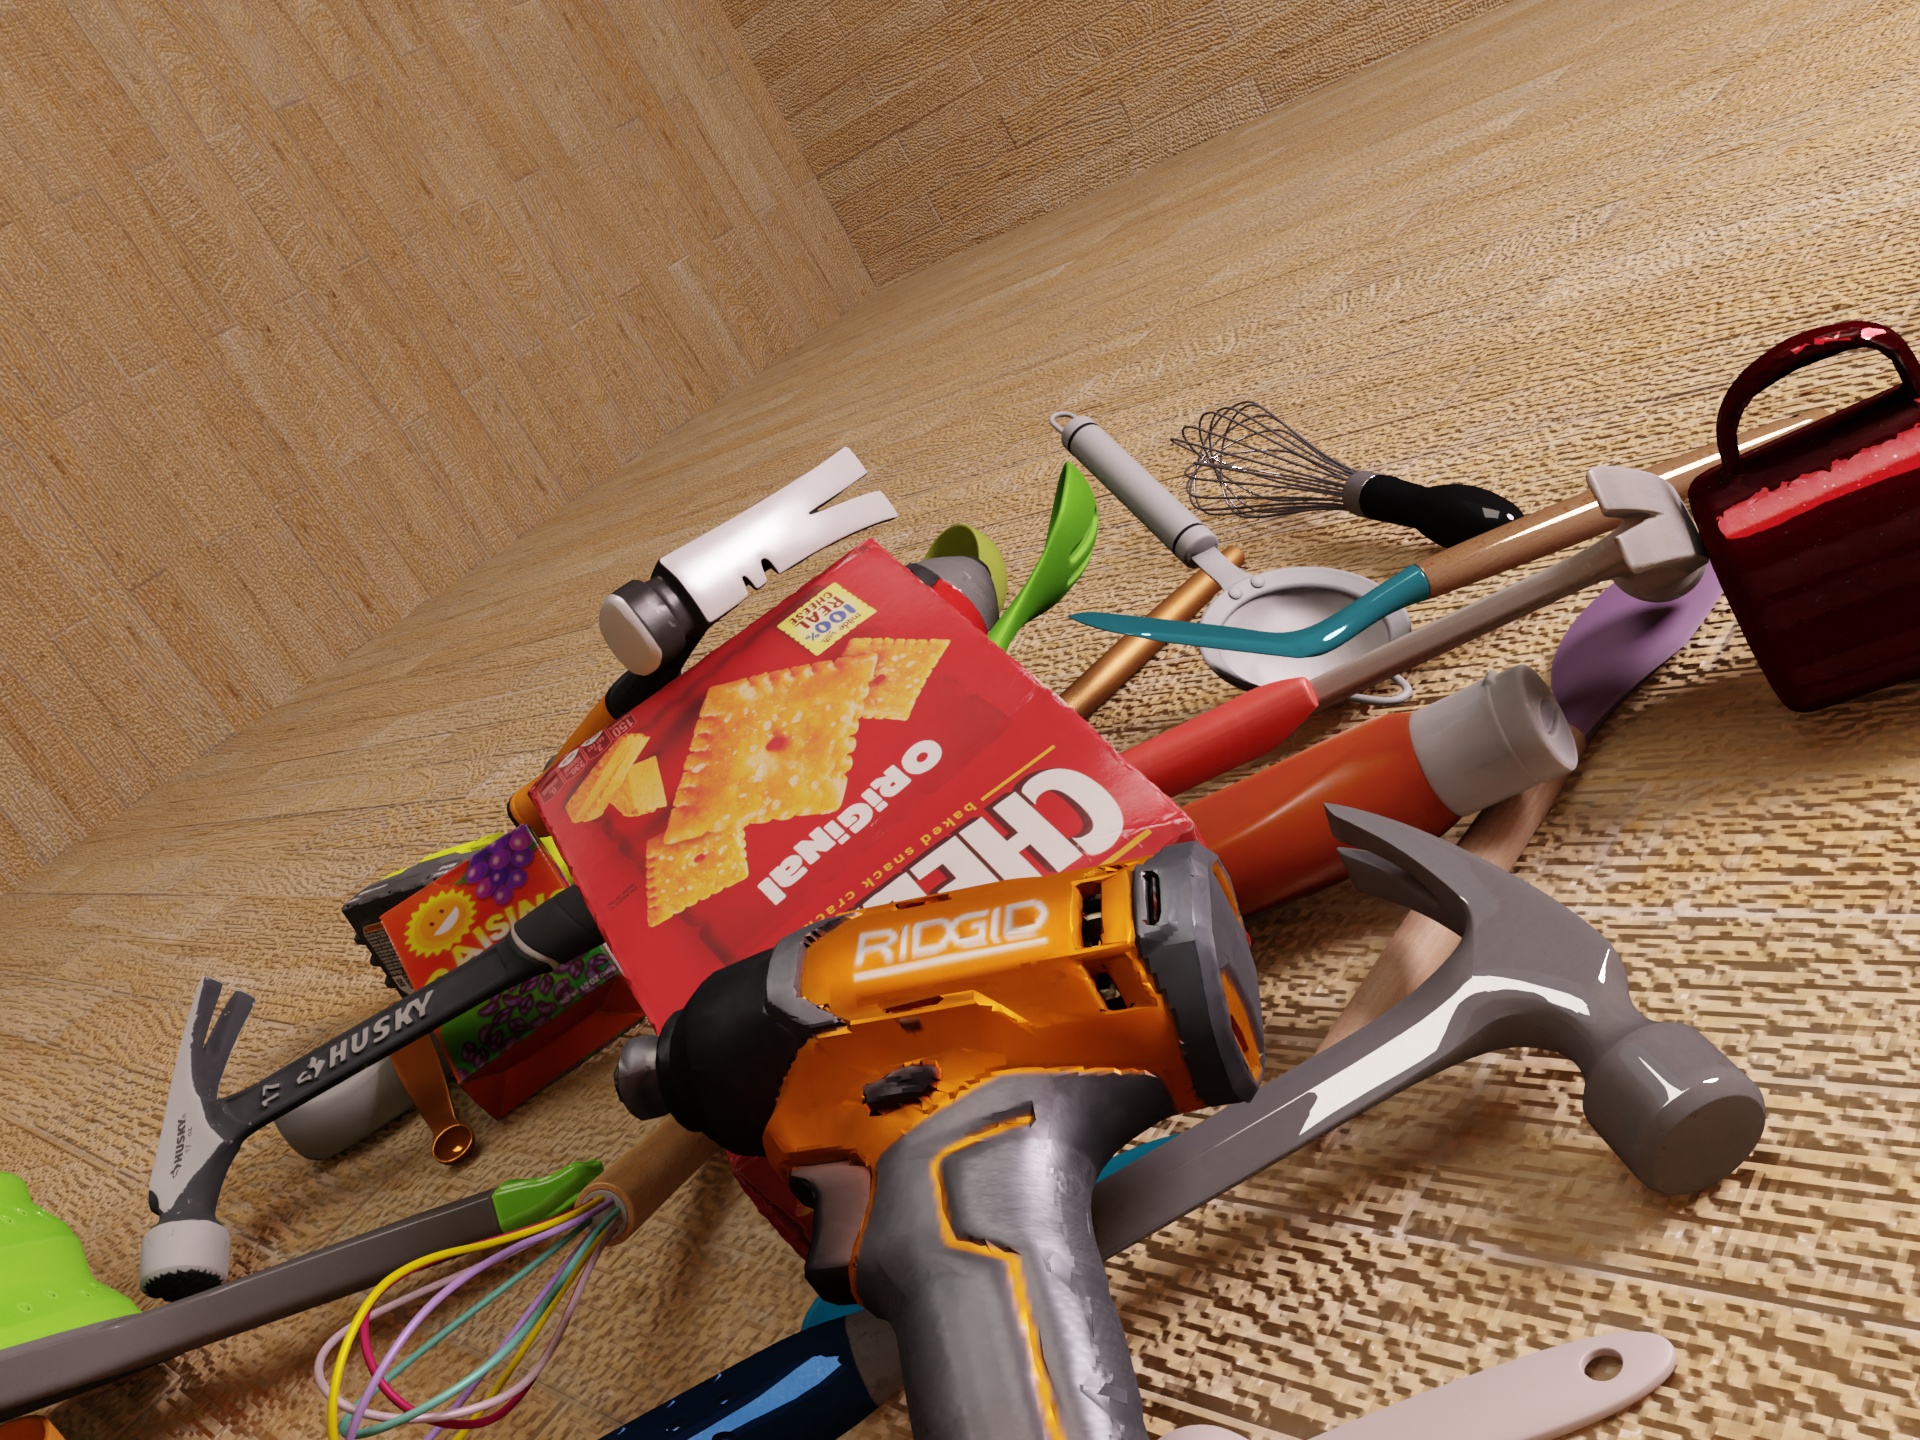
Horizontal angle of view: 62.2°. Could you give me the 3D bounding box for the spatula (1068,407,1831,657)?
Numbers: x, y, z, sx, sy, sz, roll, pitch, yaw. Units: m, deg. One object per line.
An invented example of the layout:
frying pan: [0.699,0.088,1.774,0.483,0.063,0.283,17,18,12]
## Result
spatula: [0.201,-0.073,0.622,0.317,0.044,0.082,-21,11,-7]

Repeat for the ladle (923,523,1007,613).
ladle: [-0.087,-0.003,0.921,0.320,0.062,0.078,-43,20,-24]

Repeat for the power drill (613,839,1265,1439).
power drill: [-0.015,0.133,0.332,0.164,0.084,0.227,-13,42,17]

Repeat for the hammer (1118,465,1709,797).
hammer: [0.086,0.010,0.578,0.359,0.037,0.149,-27,-12,29]

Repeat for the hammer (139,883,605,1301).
hammer: [-0.200,0.104,0.694,0.409,0.036,0.149,-30,49,14]

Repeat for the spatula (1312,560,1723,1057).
spatula: [0.186,0.021,0.523,0.060,0.018,0.316,-14,23,51]

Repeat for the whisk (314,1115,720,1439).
whisk: [-0.119,0.157,0.490,0.051,0.047,0.245,-37,-3,13]

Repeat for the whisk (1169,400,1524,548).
whisk: [0.189,-0.120,0.811,0.070,0.070,0.285,-34,24,-9]

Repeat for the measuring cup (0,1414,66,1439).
measuring cup: [-0.372,0.323,0.539,0.173,0.052,0.095,-43,23,-27]

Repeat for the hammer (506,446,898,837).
hammer: [-0.143,-0.012,0.716,0.127,0.034,0.337,-38,1,-33]

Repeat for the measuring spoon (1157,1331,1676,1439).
measuring spoon: [0.091,0.151,0.342,0.124,0.018,0.034,-25,20,13]

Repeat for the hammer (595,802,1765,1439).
hammer: [-0.016,0.153,0.406,0.405,0.035,0.144,-30,33,-2]

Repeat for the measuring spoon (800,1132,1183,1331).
measuring spoon: [0.016,0.155,0.453,0.128,0.021,0.042,-25,21,-11]

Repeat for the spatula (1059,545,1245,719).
spatula: [0.039,-0.006,0.764,0.322,0.041,0.081,-41,1,-32]

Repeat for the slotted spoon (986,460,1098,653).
slotted spoon: [-0.001,-0.002,0.653,0.070,0.031,0.314,103,-167,-50]

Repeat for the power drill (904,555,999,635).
power drill: [-0.071,0.000,0.778,0.219,0.078,0.143,-35,14,35]

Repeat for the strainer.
strainer: [0.110,-0.072,0.705,0.087,0.050,0.259,-25,49,-15]

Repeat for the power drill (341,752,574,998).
power drill: [-0.244,0.071,0.940,0.171,0.080,0.223,-16,20,35]

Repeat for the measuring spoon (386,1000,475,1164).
measuring spoon: [-0.249,0.168,0.743,0.021,0.011,0.117,-33,41,-14]

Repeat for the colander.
colander: [-0.338,0.207,0.613,0.397,0.094,0.204,-19,-14,-2]
